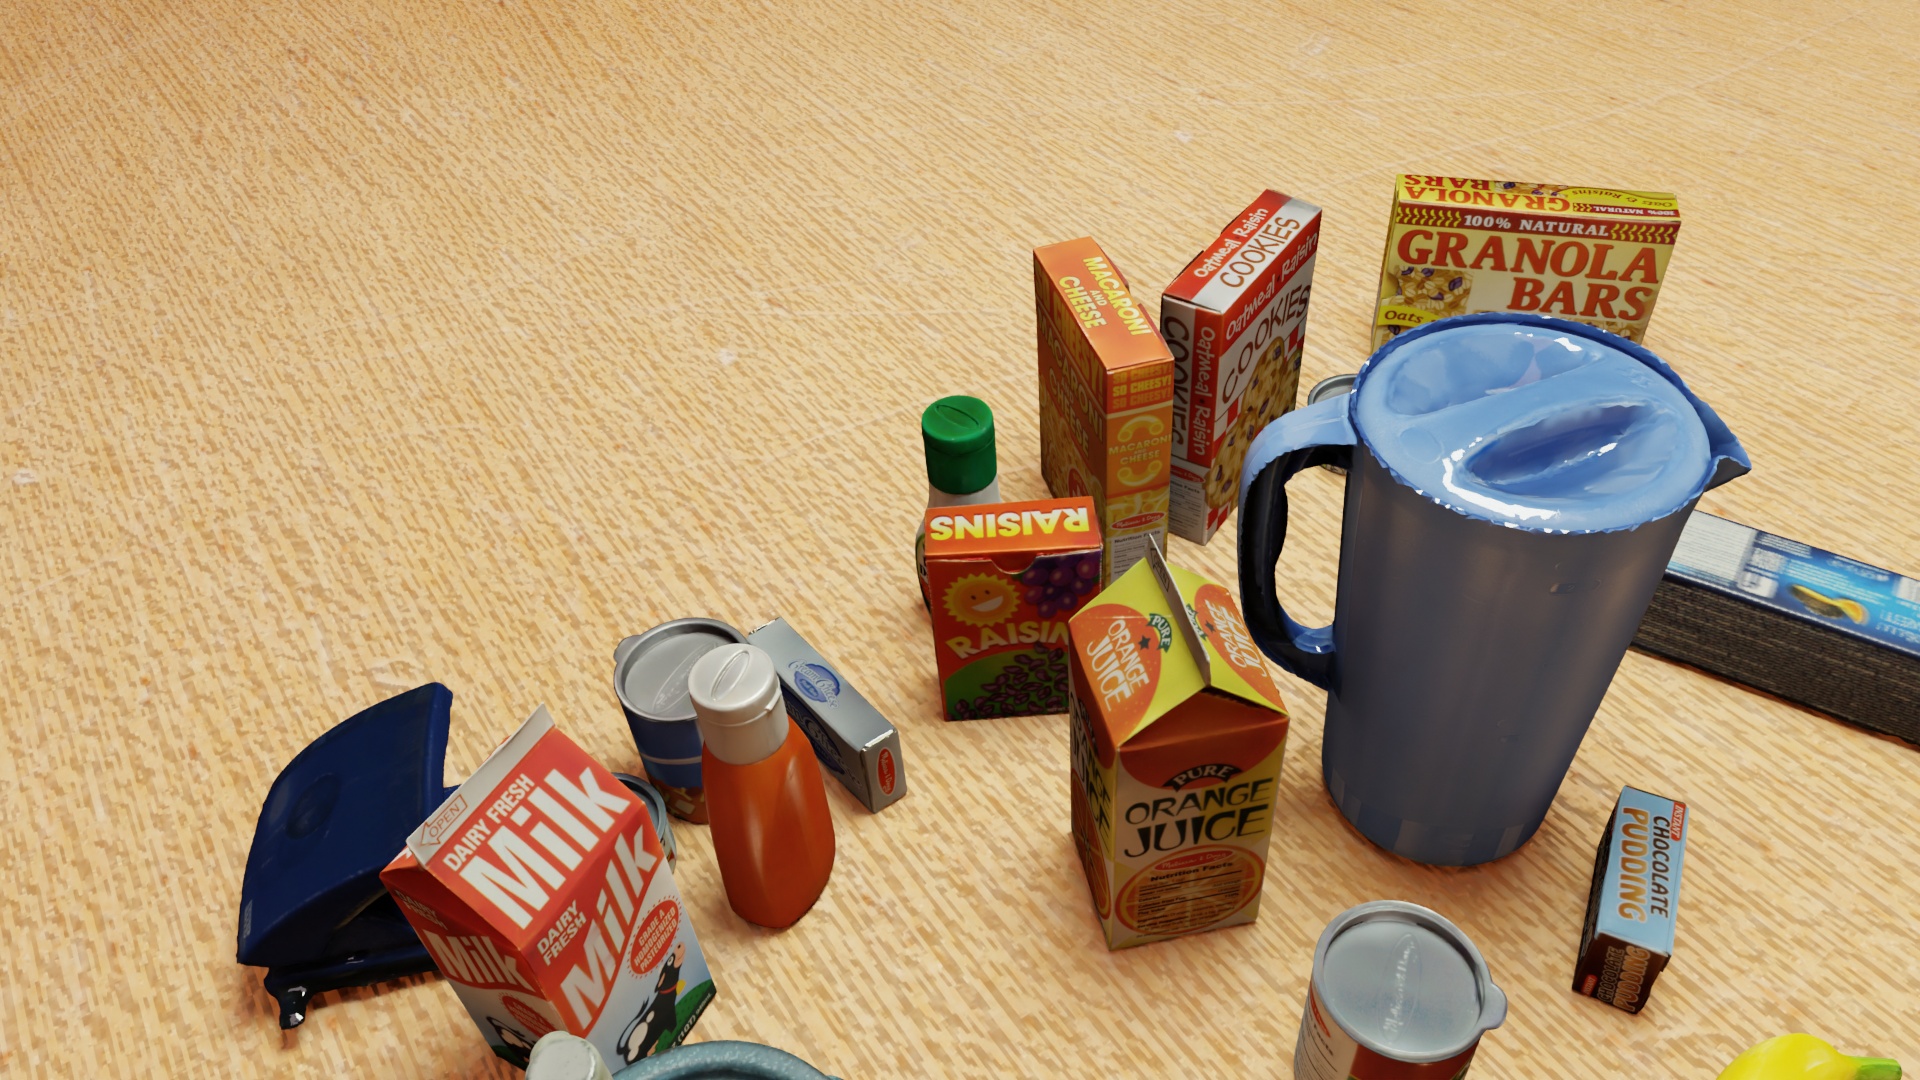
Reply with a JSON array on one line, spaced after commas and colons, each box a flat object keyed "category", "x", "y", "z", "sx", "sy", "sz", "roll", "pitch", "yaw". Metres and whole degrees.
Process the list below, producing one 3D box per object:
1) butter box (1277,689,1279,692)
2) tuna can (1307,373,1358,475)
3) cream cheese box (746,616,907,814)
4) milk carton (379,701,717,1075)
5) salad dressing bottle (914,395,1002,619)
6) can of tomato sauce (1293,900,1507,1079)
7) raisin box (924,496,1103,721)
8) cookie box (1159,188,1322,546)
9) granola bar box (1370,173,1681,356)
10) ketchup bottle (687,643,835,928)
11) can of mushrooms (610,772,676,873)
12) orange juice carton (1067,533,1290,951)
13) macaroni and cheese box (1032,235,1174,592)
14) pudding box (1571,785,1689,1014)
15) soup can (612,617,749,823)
[{"category": "butter box", "x": 0.116, "y": 0.072, "z": 0.711, "sx": 0.024, "sy": 0.052, "sz": 0.104, "roll": -33, "pitch": 50, "yaw": -26}, {"category": "tuna can", "x": 0.247, "y": -0.070, "z": 0.865, "sx": 0.071, "sy": 0.032, "sz": 0.071, "roll": -2, "pitch": 43, "yaw": 2}, {"category": "cream cheese box", "x": -0.069, "y": 0.088, "z": 0.709, "sx": 0.024, "sy": 0.053, "sz": 0.104, "roll": -31, "pitch": 49, "yaw": -25}, {"category": "milk carton", "x": -0.163, "y": 0.148, "z": 0.554, "sx": 0.073, "sy": 0.189, "sz": 0.073, "roll": 18, "pitch": 48, "yaw": 23}, {"category": "salad dressing bottle", "x": 0.003, "y": -0.009, "z": 0.738, "sx": 0.064, "sy": 0.146, "sz": 0.044, "roll": 30, "pitch": 53, "yaw": 31}, {"category": "can of tomato sauce", "x": 0.172, "y": 0.195, "z": 0.553, "sx": 0.071, "sy": 0.082, "sz": 0.071, "roll": -3, "pitch": 43, "yaw": 2}, {"category": "raisin box", "x": 0.028, "y": 0.037, "z": 0.704, "sx": 0.086, "sy": 0.122, "sz": 0.040, "roll": -3, "pitch": 43, "yaw": 1}, {"category": "cookie box", "x": 0.158, "y": -0.099, "z": 0.805, "sx": 0.040, "sy": 0.166, "sz": 0.123, "roll": 23, "pitch": 50, "yaw": 26}, {"category": "granola bar box", "x": 0.356, "y": -0.166, "z": 0.891, "sx": 0.165, "sy": 0.123, "sz": 0.039, "roll": 8, "pitch": 45, "yaw": 13}, {"category": "ketchup bottle", "x": -0.089, "y": 0.108, "z": 0.620, "sx": 0.043, "sy": 0.148, "sz": 0.065, "roll": 12, "pitch": 46, "yaw": 17}, {"category": "can of mushrooms", "x": -0.173, "y": 0.149, "z": 0.668, "sx": 0.071, "sy": 0.033, "sz": 0.071, "roll": -2, "pitch": 43, "yaw": 2}, {"category": "orange juice carton", "x": 0.089, "y": 0.089, "z": 0.593, "sx": 0.073, "sy": 0.191, "sz": 0.072, "roll": -10, "pitch": 43, "yaw": -6}, {"category": "macaroni and cheese box", "x": 0.079, "y": -0.067, "z": 0.779, "sx": 0.040, "sy": 0.165, "sz": 0.124, "roll": -13, "pitch": 44, "yaw": -9}, {"category": "pudding box", "x": 0.294, "y": 0.156, "z": 0.608, "sx": 0.030, "sy": 0.049, "sz": 0.084, "roll": 16, "pitch": 47, "yaw": 21}, {"category": "soup can", "x": -0.132, "y": 0.089, "z": 0.691, "sx": 0.071, "sy": 0.083, "sz": 0.072, "roll": -3, "pitch": 43, "yaw": 2}]
